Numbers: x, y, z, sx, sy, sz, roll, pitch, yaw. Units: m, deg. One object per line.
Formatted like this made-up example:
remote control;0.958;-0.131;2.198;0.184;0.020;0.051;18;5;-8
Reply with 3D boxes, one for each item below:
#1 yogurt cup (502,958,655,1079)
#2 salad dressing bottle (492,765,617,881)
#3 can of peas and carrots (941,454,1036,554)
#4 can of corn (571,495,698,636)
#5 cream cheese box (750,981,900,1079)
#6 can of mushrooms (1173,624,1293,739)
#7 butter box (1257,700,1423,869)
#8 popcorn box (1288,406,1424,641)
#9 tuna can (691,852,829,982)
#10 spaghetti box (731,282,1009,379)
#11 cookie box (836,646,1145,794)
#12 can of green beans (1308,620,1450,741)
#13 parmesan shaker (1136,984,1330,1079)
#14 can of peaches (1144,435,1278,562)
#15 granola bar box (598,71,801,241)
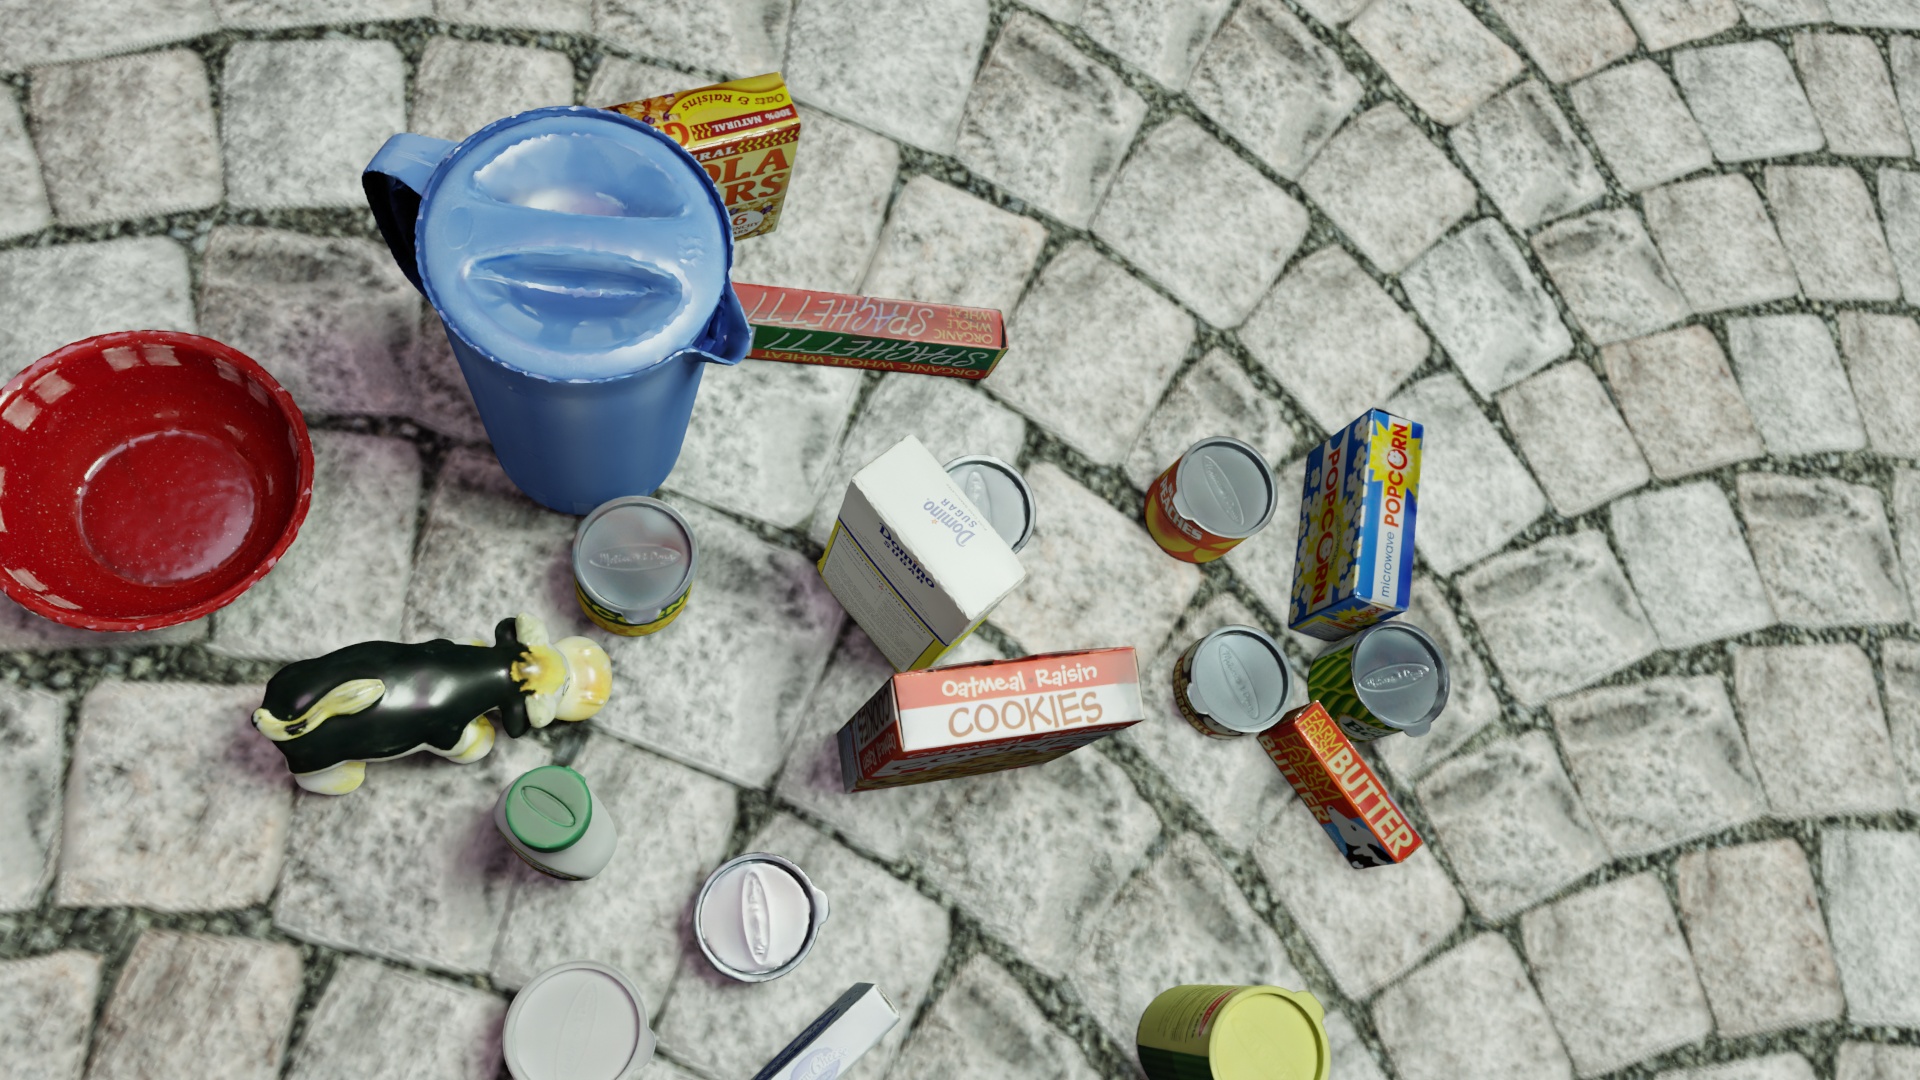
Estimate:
yogurt cup;-0.191;0.245;0.693;0.072;0.053;0.072;4;72;-13
salad dressing bottle;-0.198;0.136;0.676;0.064;0.147;0.044;35;68;-2
can of peas and carrots;0.003;-0.010;0.822;0.071;0.058;0.071;4;72;-13
can of corn;-0.180;0.018;0.766;0.071;0.058;0.071;4;72;-13
cream cheese box;-0.080;0.271;0.713;0.104;0.053;0.024;-38;85;-22
can of mushrooms;0.163;0.087;0.845;0.071;0.033;0.071;4;72;-13
butter box;0.225;0.147;0.831;0.024;0.053;0.103;-33;83;-21
popcorn box;0.247;-0.008;0.869;0.038;0.085;0.127;15;70;-9
tuna can;-0.107;0.200;0.740;0.071;0.032;0.071;4;72;-13
spaghetti box;-0.097;-0.129;0.838;0.250;0.050;0.029;4;72;-13
cookie box;0.010;0.096;0.731;0.123;0.167;0.040;-6;75;-16
can of green beans;0.256;0.088;0.855;0.071;0.057;0.071;4;72;-13
parmesan shaker;0.146;0.271;0.745;0.071;0.102;0.071;4;72;-13
can of peaches;0.153;-0.024;0.864;0.071;0.058;0.071;4;72;-13
granola bar box;-0.181;-0.204;0.801;0.166;0.123;0.039;-19;79;-19
